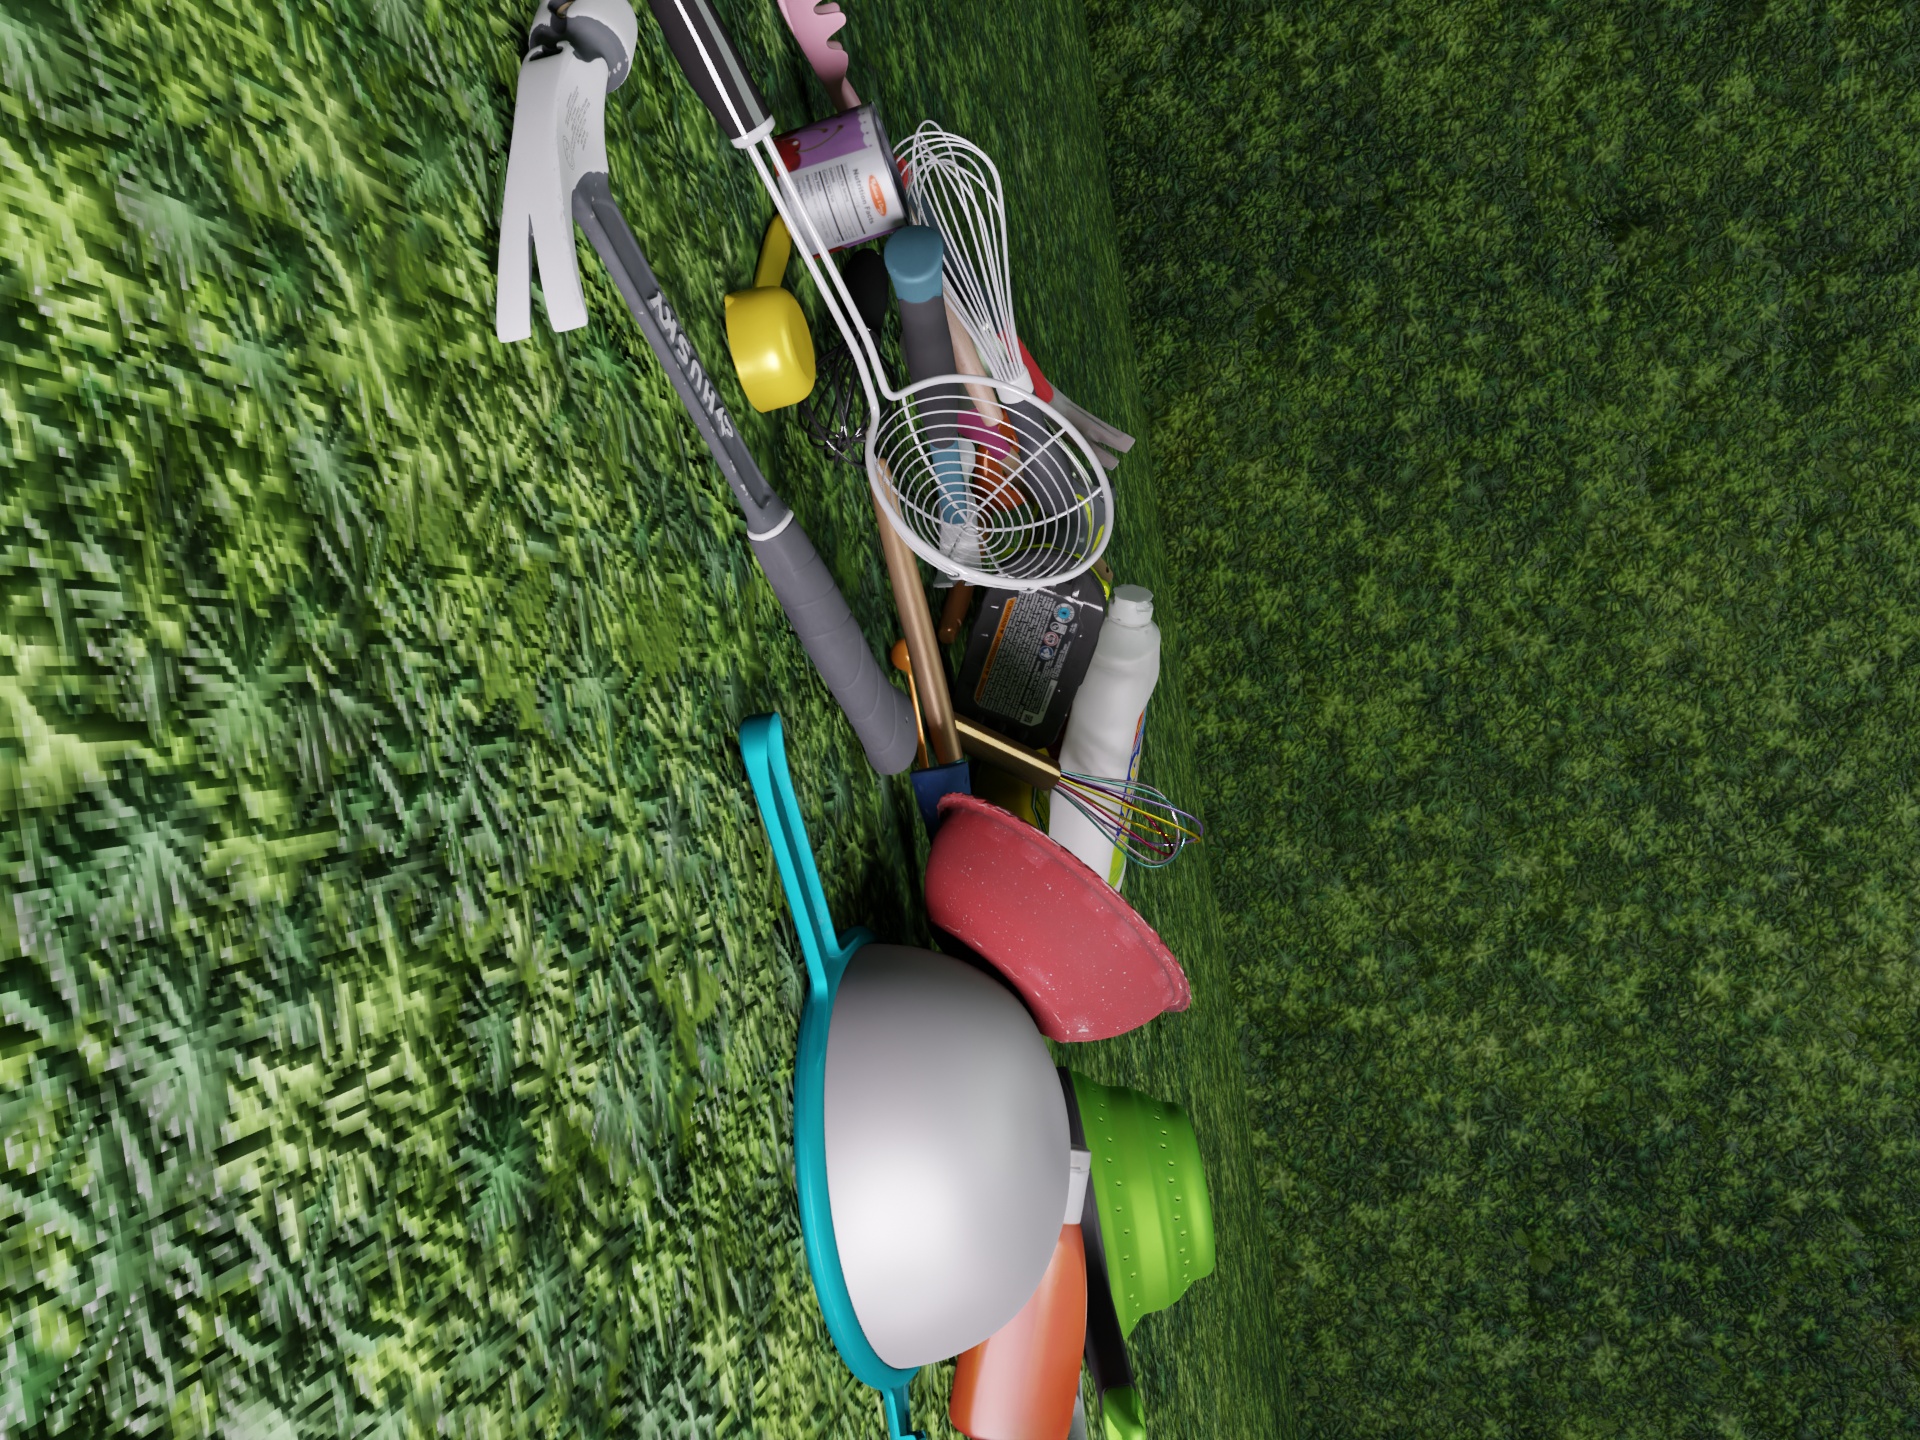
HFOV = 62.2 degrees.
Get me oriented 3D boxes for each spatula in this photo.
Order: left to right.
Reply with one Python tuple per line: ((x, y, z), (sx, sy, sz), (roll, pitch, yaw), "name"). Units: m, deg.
((-0.002, -0.003, 0.950), (0.082, 0.044, 0.317), (-33, 110, -64), "spatula")
((0.021, -0.142, 1.173), (0.081, 0.041, 0.323), (61, 22, -25), "spatula")

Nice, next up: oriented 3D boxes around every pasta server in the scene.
((-0.035, -0.317, 0.950), (0.060, 0.040, 0.316), (-105, 169, -60), "pasta server")

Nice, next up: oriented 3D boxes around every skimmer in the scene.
((-0.042, -0.214, 0.711), (0.127, 0.090, 0.363), (-56, 130, -36), "skimmer")

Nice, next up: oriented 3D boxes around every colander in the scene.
((0.112, 0.321, 0.954), (0.397, 0.094, 0.204), (-103, -176, -82), "colander")

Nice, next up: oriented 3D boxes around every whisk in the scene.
((-0.058, -0.208, 0.874), (0.239, 0.055, 0.055), (-90, 165, -52), "whisk")
((0.022, -0.230, 0.966), (0.284, 0.070, 0.070), (64, 21, -43), "whisk")
((0.072, 0.045, 1.055), (0.244, 0.051, 0.047), (26, 16, -36), "whisk")

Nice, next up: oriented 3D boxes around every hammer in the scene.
((-0.088, -0.093, 0.684), (0.408, 0.036, 0.149), (64, 22, -53), "hammer")
((-0.012, -0.182, 0.949), (0.330, 0.033, 0.128), (78, 8, -70), "hammer")
((0.026, -0.289, 1.156), (0.143, 0.038, 0.386), (39, 3, 21), "hammer")
((0.025, 0.225, 0.910), (0.144, 0.035, 0.405), (-140, -141, -88), "hammer")

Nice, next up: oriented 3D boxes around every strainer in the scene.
((-0.013, 0.142, 0.716), (0.211, 0.095, 0.340), (-75, 154, -60), "strainer")

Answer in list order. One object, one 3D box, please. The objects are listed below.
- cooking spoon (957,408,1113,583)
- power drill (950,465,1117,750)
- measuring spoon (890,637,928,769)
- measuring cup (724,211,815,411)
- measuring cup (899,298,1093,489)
((0.043, -0.188, 1.204), (0.318, 0.017, 0.069), (42, 47, -48), "cooking spoon")
((0.055, -0.075, 1.125), (0.223, 0.080, 0.171), (-70, 179, -66), "power drill")
((-0.028, 0.009, 0.936), (0.021, 0.011, 0.117), (-116, -164, -73), "measuring spoon")
((-0.085, -0.211, 0.780), (0.157, 0.029, 0.062), (-86, 162, -44), "measuring cup")
((0.023, -0.207, 1.060), (0.167, 0.038, 0.083), (48, -16, -10), "measuring cup")
